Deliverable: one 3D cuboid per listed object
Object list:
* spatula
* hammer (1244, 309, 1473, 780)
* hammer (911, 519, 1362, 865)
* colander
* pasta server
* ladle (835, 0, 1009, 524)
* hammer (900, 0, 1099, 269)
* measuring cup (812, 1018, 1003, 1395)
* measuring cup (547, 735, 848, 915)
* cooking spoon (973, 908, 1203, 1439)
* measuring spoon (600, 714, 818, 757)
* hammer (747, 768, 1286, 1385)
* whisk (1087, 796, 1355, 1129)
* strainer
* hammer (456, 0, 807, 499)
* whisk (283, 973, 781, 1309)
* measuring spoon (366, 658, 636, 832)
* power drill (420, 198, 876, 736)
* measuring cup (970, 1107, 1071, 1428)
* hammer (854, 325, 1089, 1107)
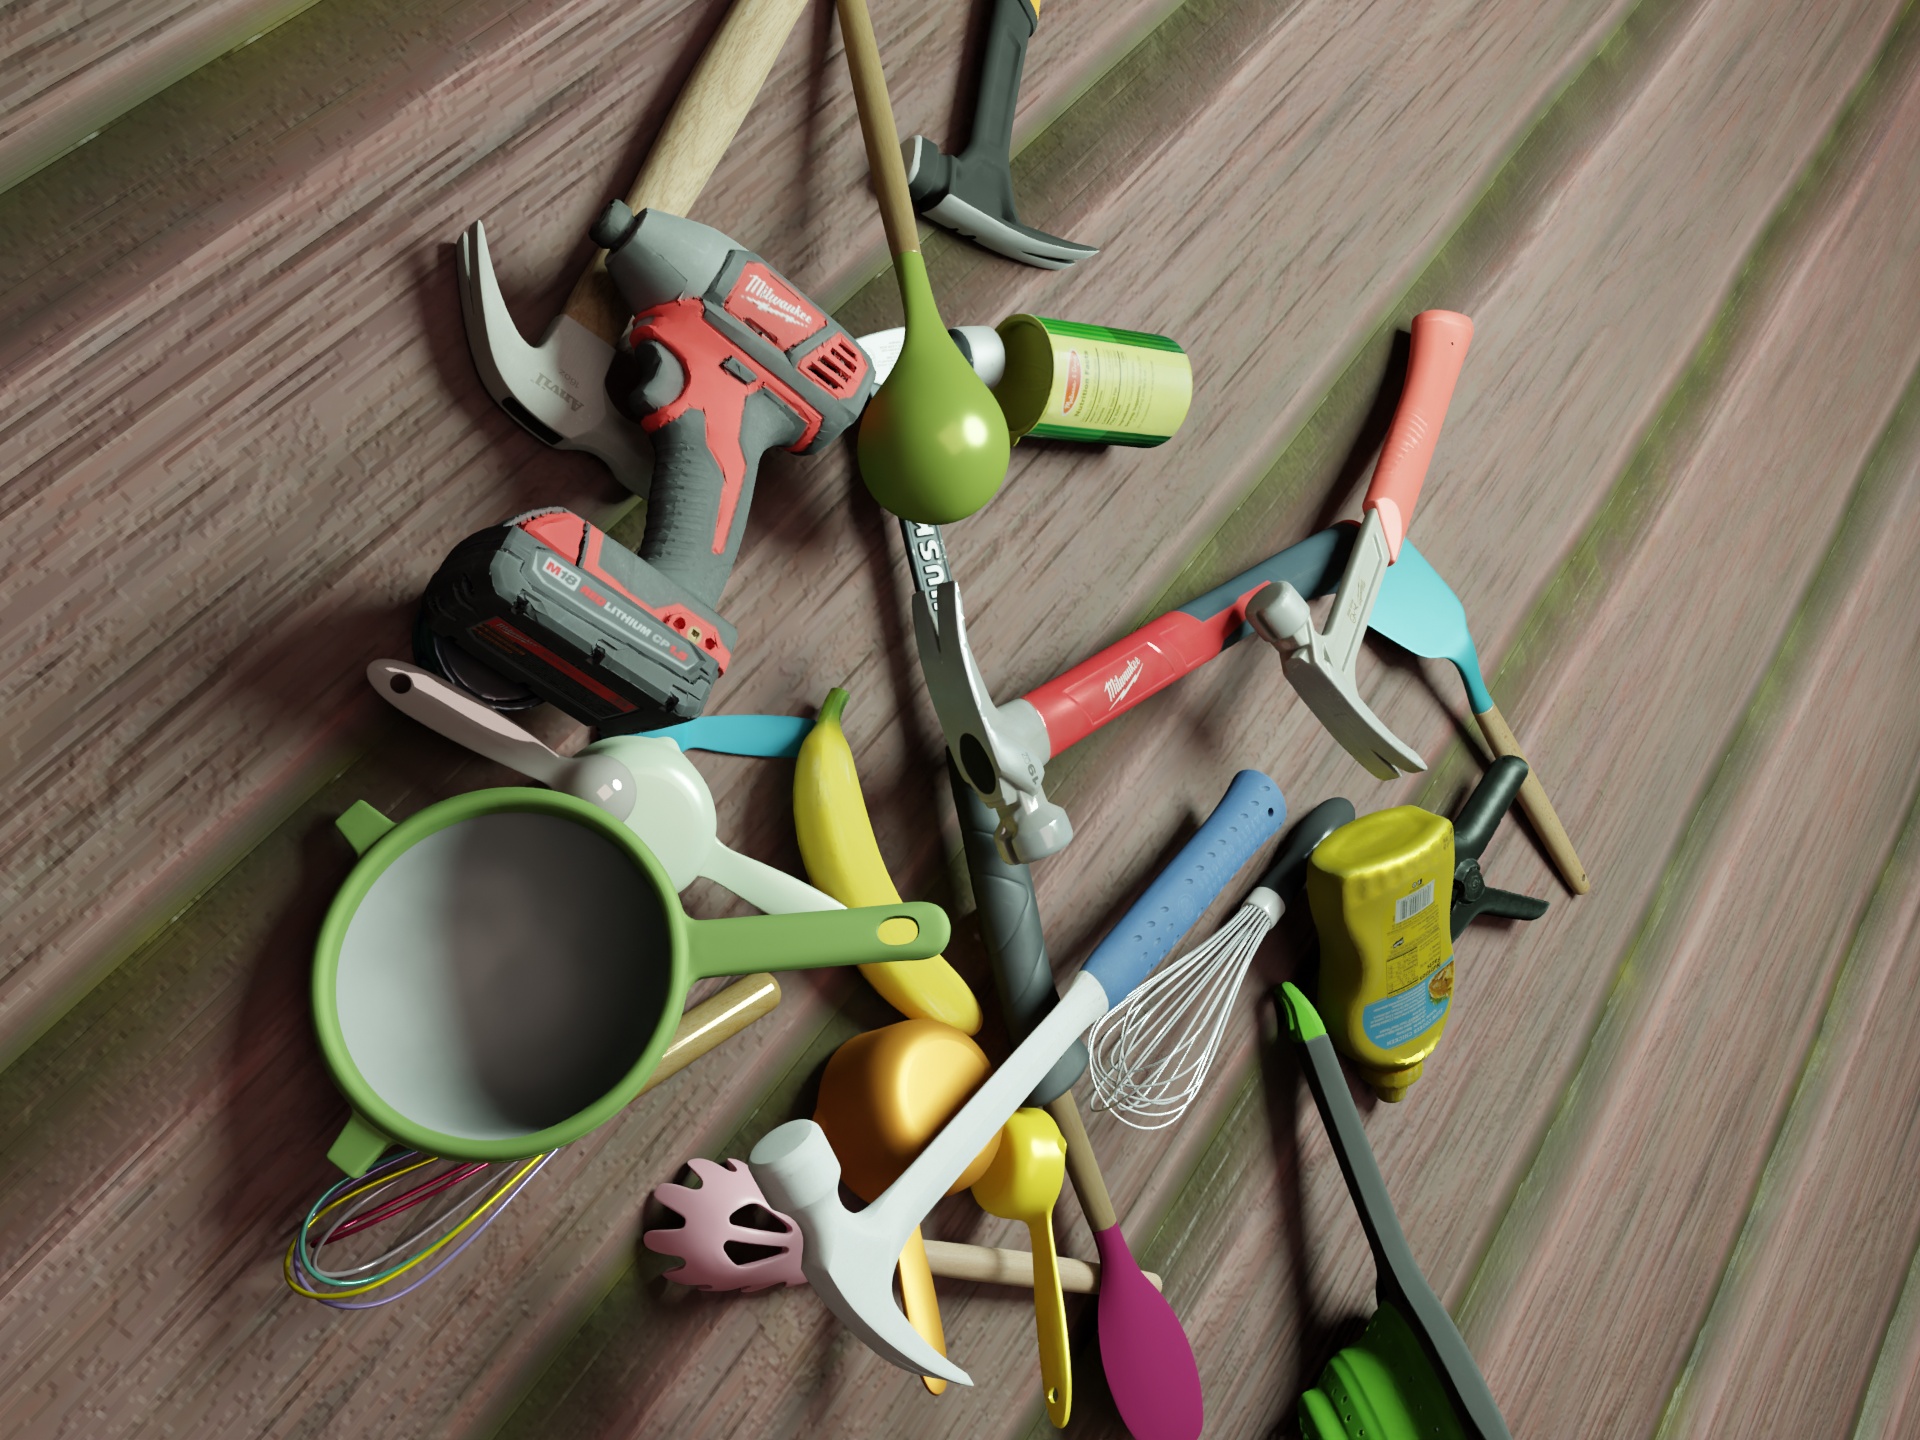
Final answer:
[{"bbox_3d":[0.366,0.008,1.110,0.082,0.044,0.317,-51,118,-29],"label":"spatula"},{"bbox_3d":[0.280,-0.136,1.010,0.149,0.037,0.359,45,51,-23],"label":"hammer"},{"bbox_3d":[0.125,-0.062,0.897,0.386,0.038,0.143,-29,101,-43],"label":"hammer"},{"bbox_3d":[0.229,0.355,0.930,0.094,0.204,0.397,-19,79,-2],"label":"colander"},{"bbox_3d":[-0.013,0.272,0.809,0.316,0.040,0.060,22,73,-36],"label":"pasta server"},{"bbox_3d":[-0.036,-0.250,0.811,0.078,0.062,0.320,-4,72,-23],"label":"ladle"},{"bbox_3d":[0.041,-0.428,0.912,0.127,0.034,0.337,17,76,-33],"label":"hammer"},{"bbox_3d":[-0.012,0.229,0.763,0.095,0.052,0.174,9,60,-43],"label":"measuring cup"},{"bbox_3d":[-0.109,0.068,0.725,0.167,0.038,0.083,30,86,-17],"label":"measuring cup"},{"bbox_3d":[0.068,0.248,0.856,0.069,0.017,0.319,-23,93,-47],"label":"cooking spoon"},{"bbox_3d":[-0.110,0.006,0.766,0.128,0.021,0.042,3,83,-36],"label":"measuring spoon"},{"bbox_3d":[0.062,0.148,0.798,0.405,0.035,0.144,-39,110,-42],"label":"hammer"},{"bbox_3d":[0.161,0.131,0.933,0.285,0.070,0.070,-42,109,-37],"label":"whisk"},{"bbox_3d":[-0.133,0.104,0.668,0.256,0.069,0.152,-5,71,-6],"label":"strainer"},{"bbox_3d":[-0.135,-0.277,0.772,0.130,0.031,0.331,34,67,-29],"label":"hammer"},{"bbox_3d":[-0.177,0.171,0.692,0.245,0.047,0.051,-29,102,-39],"label":"whisk"},{"bbox_3d":[-0.191,0.010,0.665,0.124,0.018,0.034,32,86,-17],"label":"measuring spoon"},{"bbox_3d":[-0.133,-0.116,0.691,0.143,0.078,0.220,36,62,-29],"label":"power drill"},{"bbox_3d":[0.031,0.268,0.792,0.029,0.062,0.157,16,49,-29],"label":"measuring cup"},{"bbox_3d":[-0.001,-0.003,0.824,0.149,0.036,0.409,-13,89,-34],"label":"hammer"}]
